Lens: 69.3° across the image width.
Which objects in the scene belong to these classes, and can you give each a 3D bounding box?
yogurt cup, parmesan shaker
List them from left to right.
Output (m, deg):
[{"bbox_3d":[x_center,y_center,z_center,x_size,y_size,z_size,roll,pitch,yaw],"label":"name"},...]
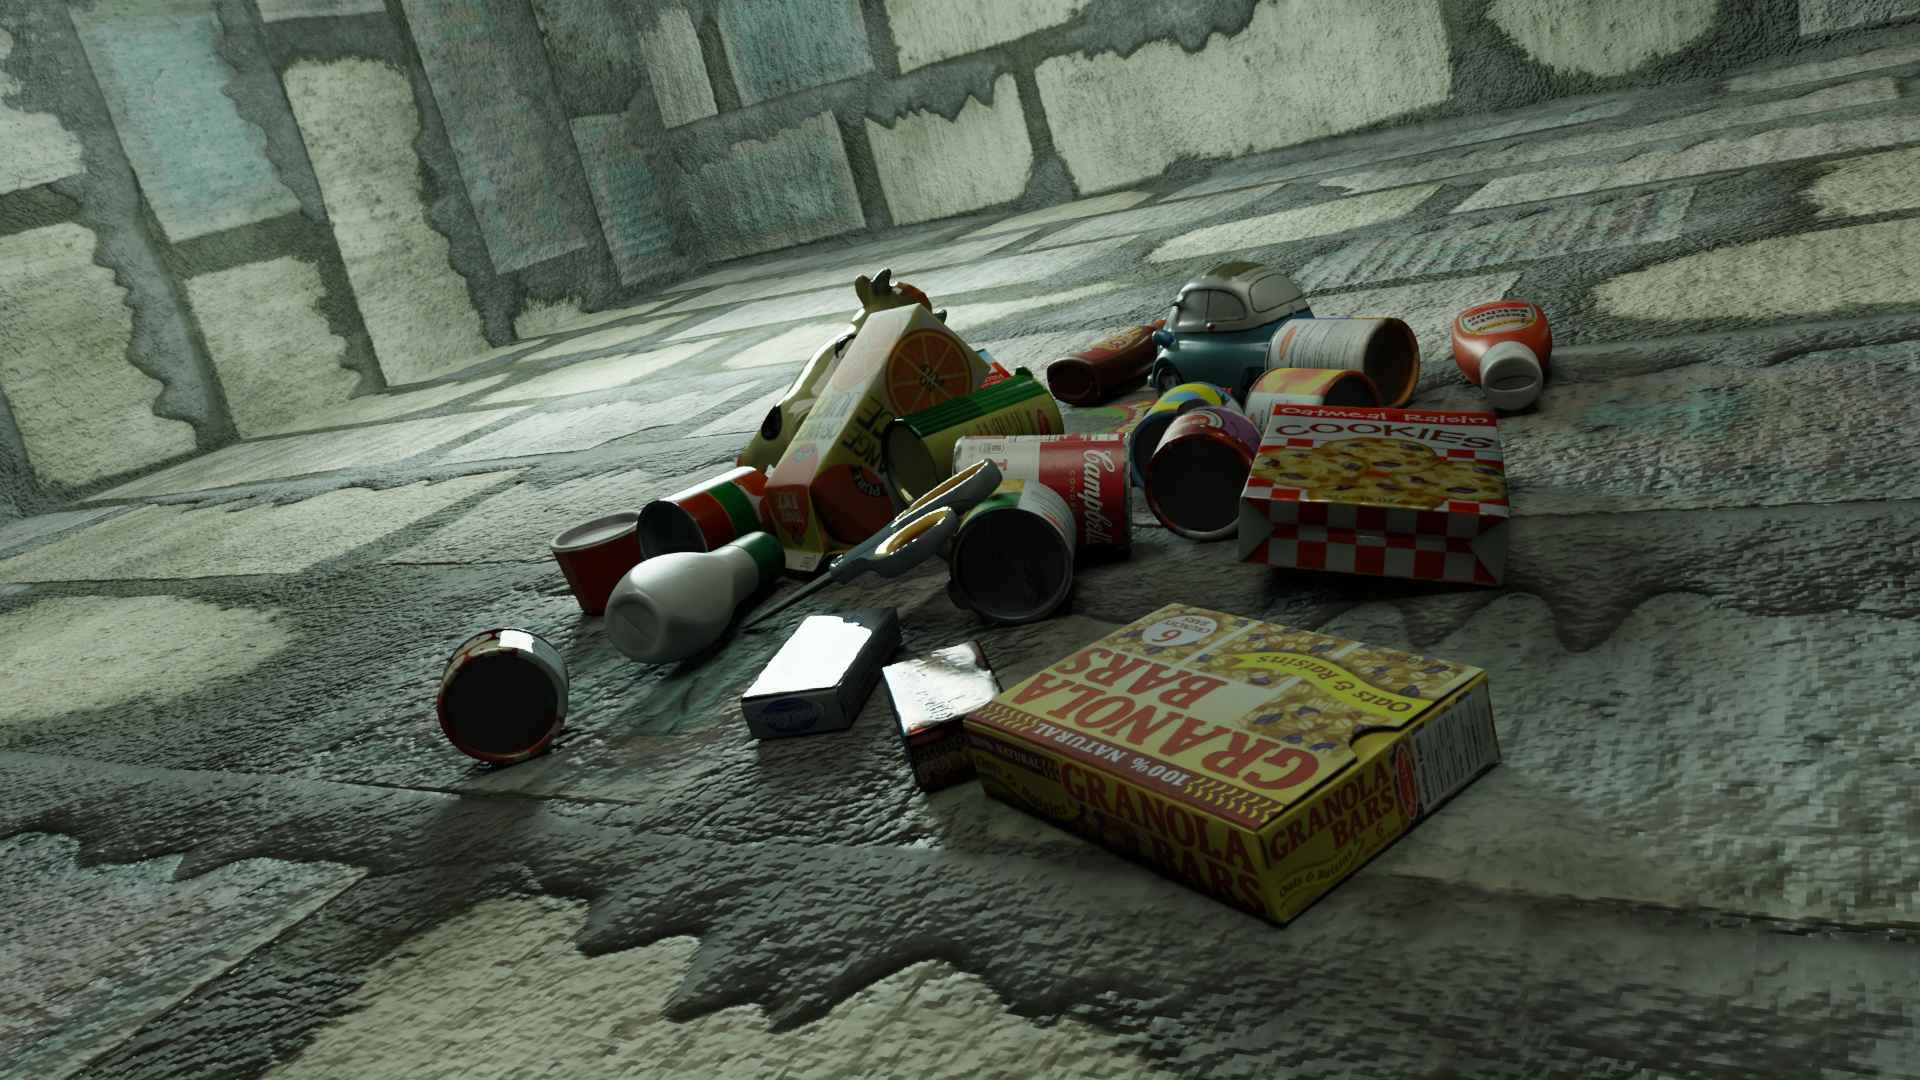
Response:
[{"bbox_3d":[-0.244,0.016,0.964,0.072,0.053,0.072,-13,17,4],"label":"yogurt cup"},{"bbox_3d":[0.007,-0.066,0.905,0.103,0.071,0.071,-22,19,-29],"label":"parmesan shaker"}]

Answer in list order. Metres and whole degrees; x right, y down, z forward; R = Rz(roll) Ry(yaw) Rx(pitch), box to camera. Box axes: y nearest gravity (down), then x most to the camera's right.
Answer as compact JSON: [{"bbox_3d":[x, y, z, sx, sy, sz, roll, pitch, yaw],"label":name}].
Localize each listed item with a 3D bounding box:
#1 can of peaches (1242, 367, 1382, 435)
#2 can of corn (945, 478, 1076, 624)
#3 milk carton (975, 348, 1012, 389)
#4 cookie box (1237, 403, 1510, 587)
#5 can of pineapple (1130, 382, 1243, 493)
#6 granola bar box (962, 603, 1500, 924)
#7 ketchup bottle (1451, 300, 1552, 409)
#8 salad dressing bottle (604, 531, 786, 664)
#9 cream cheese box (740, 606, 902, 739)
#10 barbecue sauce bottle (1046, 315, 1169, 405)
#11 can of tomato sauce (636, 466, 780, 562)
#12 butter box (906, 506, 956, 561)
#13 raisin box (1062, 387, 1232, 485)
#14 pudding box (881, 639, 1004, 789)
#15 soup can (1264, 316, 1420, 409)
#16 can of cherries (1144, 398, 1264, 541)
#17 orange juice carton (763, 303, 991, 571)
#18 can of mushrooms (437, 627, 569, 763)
[{"bbox_3d":[0.219,-0.074,0.857,0.071,0.071,0.058,-25,20,-31],"label":"can of peaches"},{"bbox_3d":[0.028,0.006,0.764,0.071,0.071,0.058,-11,17,11],"label":"can of corn"},{"bbox_3d":[0.007,-0.092,1.073,0.073,0.072,0.191,-16,17,-3],"label":"milk carton"},{"bbox_3d":[0.218,-0.029,0.729,0.123,0.040,0.168,5,23,17],"label":"cookie box"},{"bbox_3d":[0.142,-0.060,0.875,0.071,0.070,0.058,-5,19,27],"label":"can of pineapple"},{"bbox_3d":[0.099,0.075,0.537,0.125,0.039,0.165,-25,20,-30],"label":"granola bar box"},{"bbox_3d":[0.367,-0.125,0.937,0.064,0.043,0.149,-8,19,20],"label":"ketchup bottle"},{"bbox_3d":[-0.158,0.030,0.856,0.043,0.064,0.148,-56,-10,26],"label":"salad dressing bottle"},{"bbox_3d":[-0.069,0.066,0.721,0.053,0.024,0.104,-9,18,17],"label":"cream cheese box"},{"bbox_3d":[0.147,-0.162,1.223,0.149,0.043,0.065,-27,20,-36],"label":"barbecue sauce bottle"},{"bbox_3d":[-0.168,-0.007,0.953,0.071,0.071,0.083,-1,18,36],"label":"can of tomato sauce"},{"bbox_3d":[0.003,-0.011,0.904,0.053,0.024,0.103,-19,18,-14],"label":"butter box"},{"bbox_3d":[0.126,-0.070,0.963,0.123,0.040,0.086,-8,18,18],"label":"raisin box"},{"bbox_3d":[-0.005,0.077,0.627,0.050,0.030,0.084,-17,17,-5],"label":"pudding box"},{"bbox_3d":[0.269,-0.122,0.973,0.071,0.071,0.084,-25,21,-31],"label":"soup can"},{"bbox_3d":[0.142,-0.042,0.811,0.071,0.071,0.059,-7,19,21],"label":"can of cherries"},{"bbox_3d":[-0.066,-0.061,0.943,0.072,0.073,0.193,2,58,57],"label":"orange juice carton"},{"bbox_3d":[-0.244,0.084,0.738,0.071,0.070,0.033,-18,18,-11],"label":"can of mushrooms"}]
